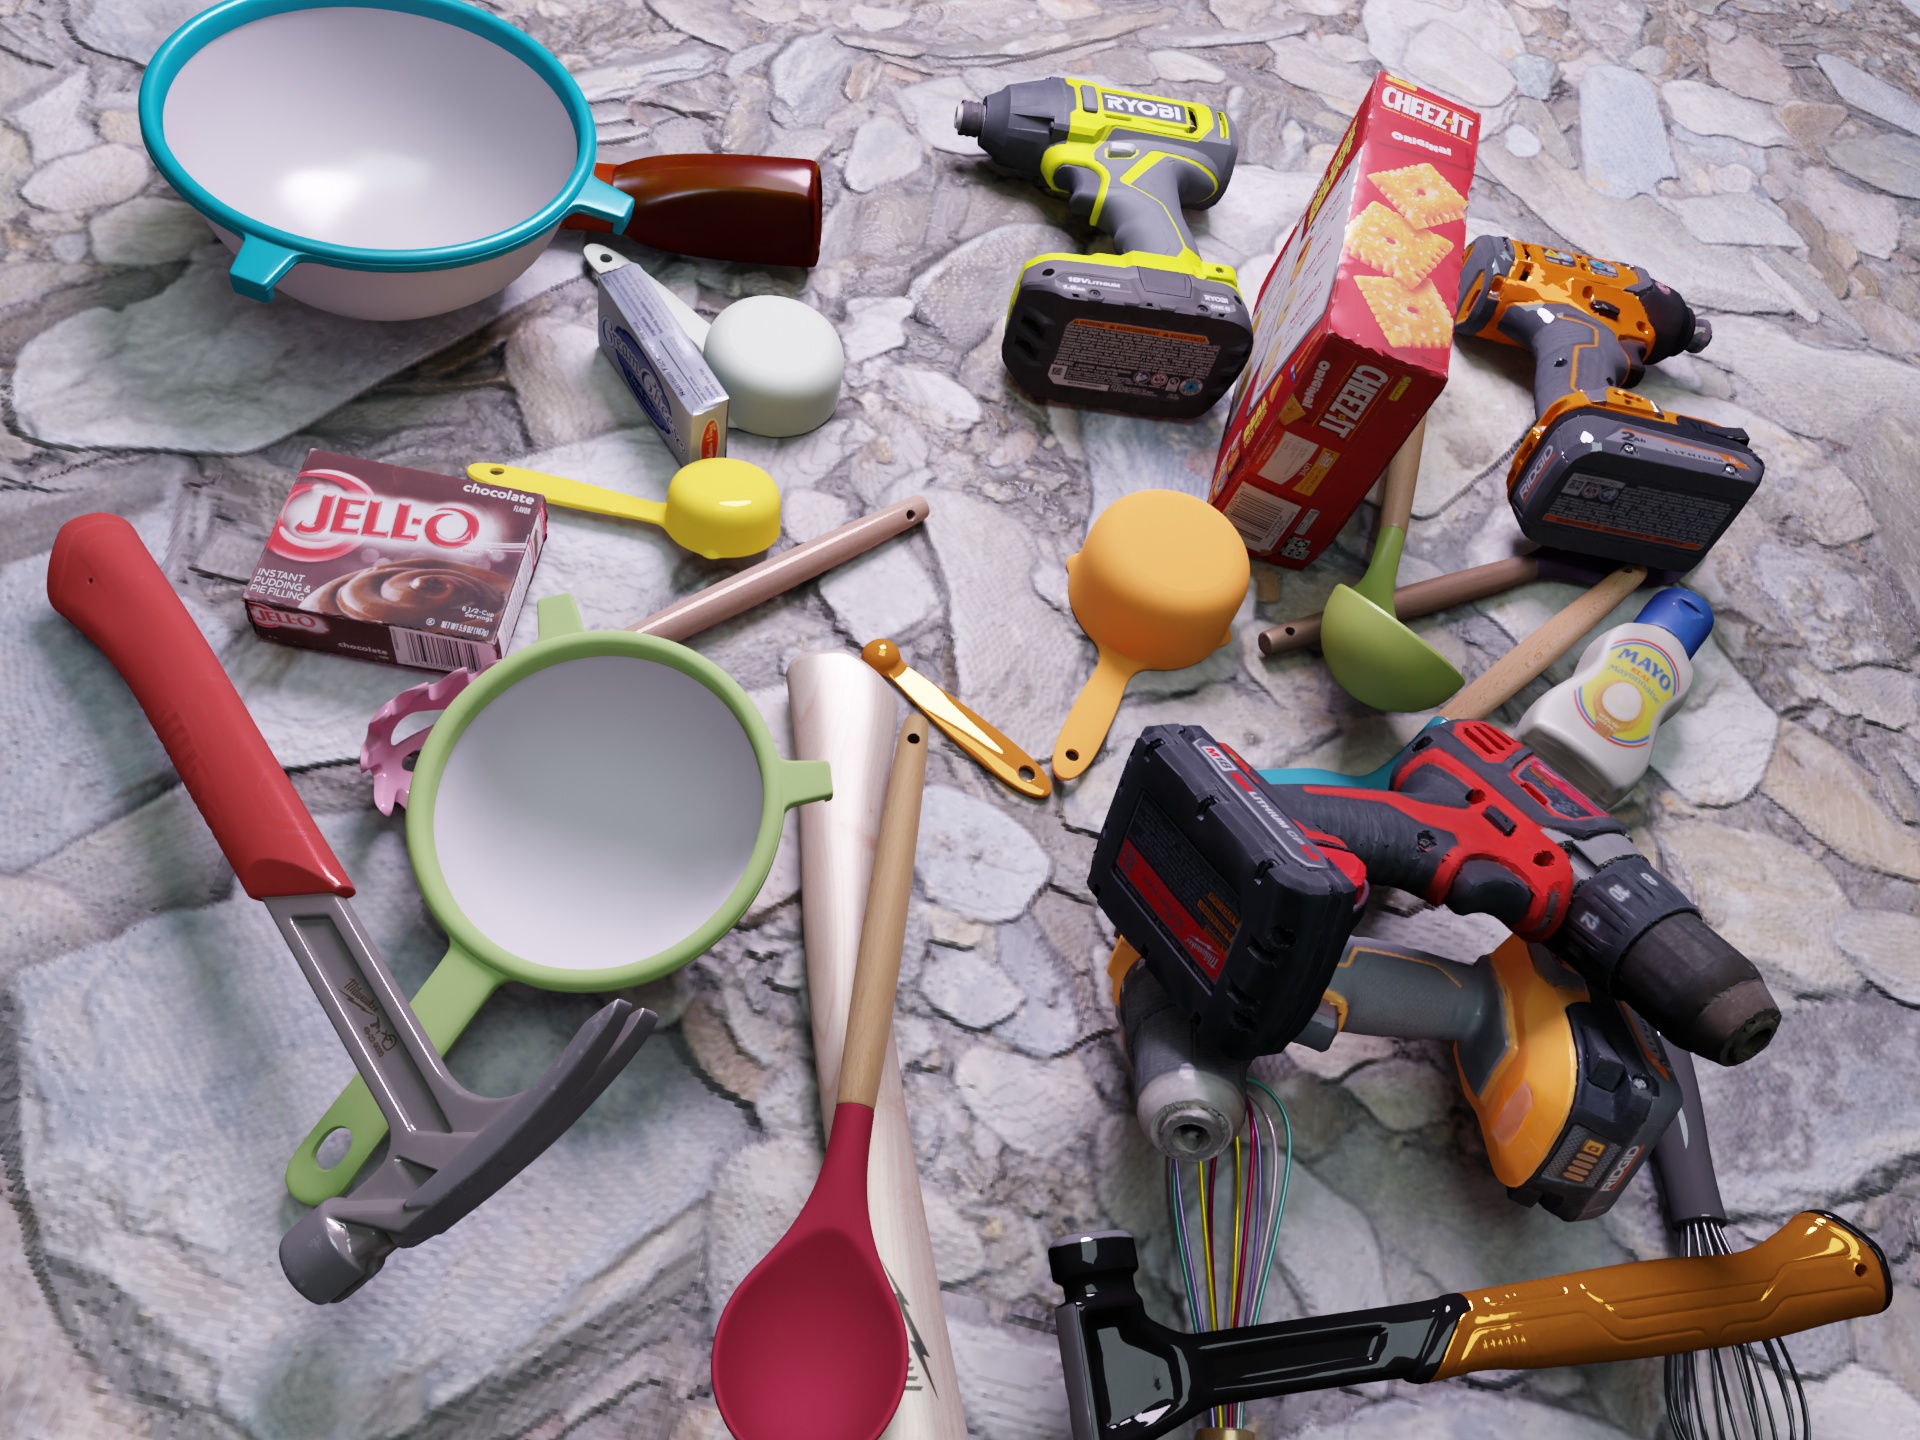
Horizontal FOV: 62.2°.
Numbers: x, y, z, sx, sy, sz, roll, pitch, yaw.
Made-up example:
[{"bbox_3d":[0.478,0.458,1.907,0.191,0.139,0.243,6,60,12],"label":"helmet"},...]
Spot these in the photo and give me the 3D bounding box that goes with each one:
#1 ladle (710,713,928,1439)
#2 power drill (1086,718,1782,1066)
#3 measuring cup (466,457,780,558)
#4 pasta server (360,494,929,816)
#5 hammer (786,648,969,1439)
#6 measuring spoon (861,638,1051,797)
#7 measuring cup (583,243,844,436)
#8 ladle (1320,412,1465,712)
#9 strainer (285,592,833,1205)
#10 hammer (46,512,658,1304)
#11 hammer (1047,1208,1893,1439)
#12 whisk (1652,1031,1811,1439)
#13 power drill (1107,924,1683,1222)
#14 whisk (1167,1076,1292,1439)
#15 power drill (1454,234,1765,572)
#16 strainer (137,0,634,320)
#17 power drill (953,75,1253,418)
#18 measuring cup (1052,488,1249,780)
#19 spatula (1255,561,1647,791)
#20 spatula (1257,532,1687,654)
[{"bbox_3d":[-0.039,0.128,0.626,0.069,0.031,0.316,11,55,-4],"label":"ladle"},{"bbox_3d":[0.185,0.070,0.617,0.226,0.080,0.188,-1,34,-30],"label":"power drill"},{"bbox_3d":[-0.164,-0.116,0.779,0.156,0.029,0.062,11,38,-3],"label":"measuring cup"},{"bbox_3d":[-0.134,-0.042,0.743,0.316,0.060,0.040,-30,25,-30],"label":"pasta server"},{"bbox_3d":[-0.049,0.150,0.647,0.146,0.038,0.411,-1,59,-13],"label":"hammer"},{"bbox_3d":[-0.001,-0.002,0.766,0.117,0.011,0.021,39,58,11],"label":"measuring spoon"},{"bbox_3d":[-0.135,-0.217,0.849,0.167,0.038,0.083,36,58,7],"label":"measuring cup"},{"bbox_3d":[0.245,-0.122,0.859,0.078,0.062,0.320,37,46,-16],"label":"ladle"},{"bbox_3d":[-0.175,0.085,0.649,0.151,0.069,0.256,32,74,10],"label":"strainer"},{"bbox_3d":[-0.267,0.035,0.624,0.149,0.036,0.359,-41,64,-1],"label":"hammer"},{"bbox_3d":[0.204,0.240,0.603,0.336,0.034,0.127,-4,67,-12],"label":"hammer"},{"bbox_3d":[0.318,0.218,0.692,0.055,0.055,0.239,10,53,-8],"label":"whisk"},{"bbox_3d":[0.169,0.130,0.654,0.226,0.084,0.185,18,29,-2],"label":"power drill"},{"bbox_3d":[0.105,0.253,0.620,0.051,0.047,0.245,4,62,0],"label":"whisk"},{"bbox_3d":[0.385,-0.193,0.932,0.164,0.084,0.227,10,48,-8],"label":"power drill"},{"bbox_3d":[-0.328,-0.322,0.835,0.211,0.095,0.341,-21,64,-27],"label":"strainer"},{"bbox_3d":[0.083,-0.288,0.928,0.171,0.080,0.223,5,54,-11],"label":"power drill"},{"bbox_3d":[0.087,-0.046,0.789,0.095,0.052,0.174,27,54,3],"label":"measuring cup"},{"bbox_3d":[0.267,-0.016,0.818,0.317,0.044,0.082,-34,47,-28],"label":"spatula"},{"bbox_3d":[0.298,-0.077,0.883,0.316,0.018,0.060,-15,68,-23],"label":"spatula"}]
